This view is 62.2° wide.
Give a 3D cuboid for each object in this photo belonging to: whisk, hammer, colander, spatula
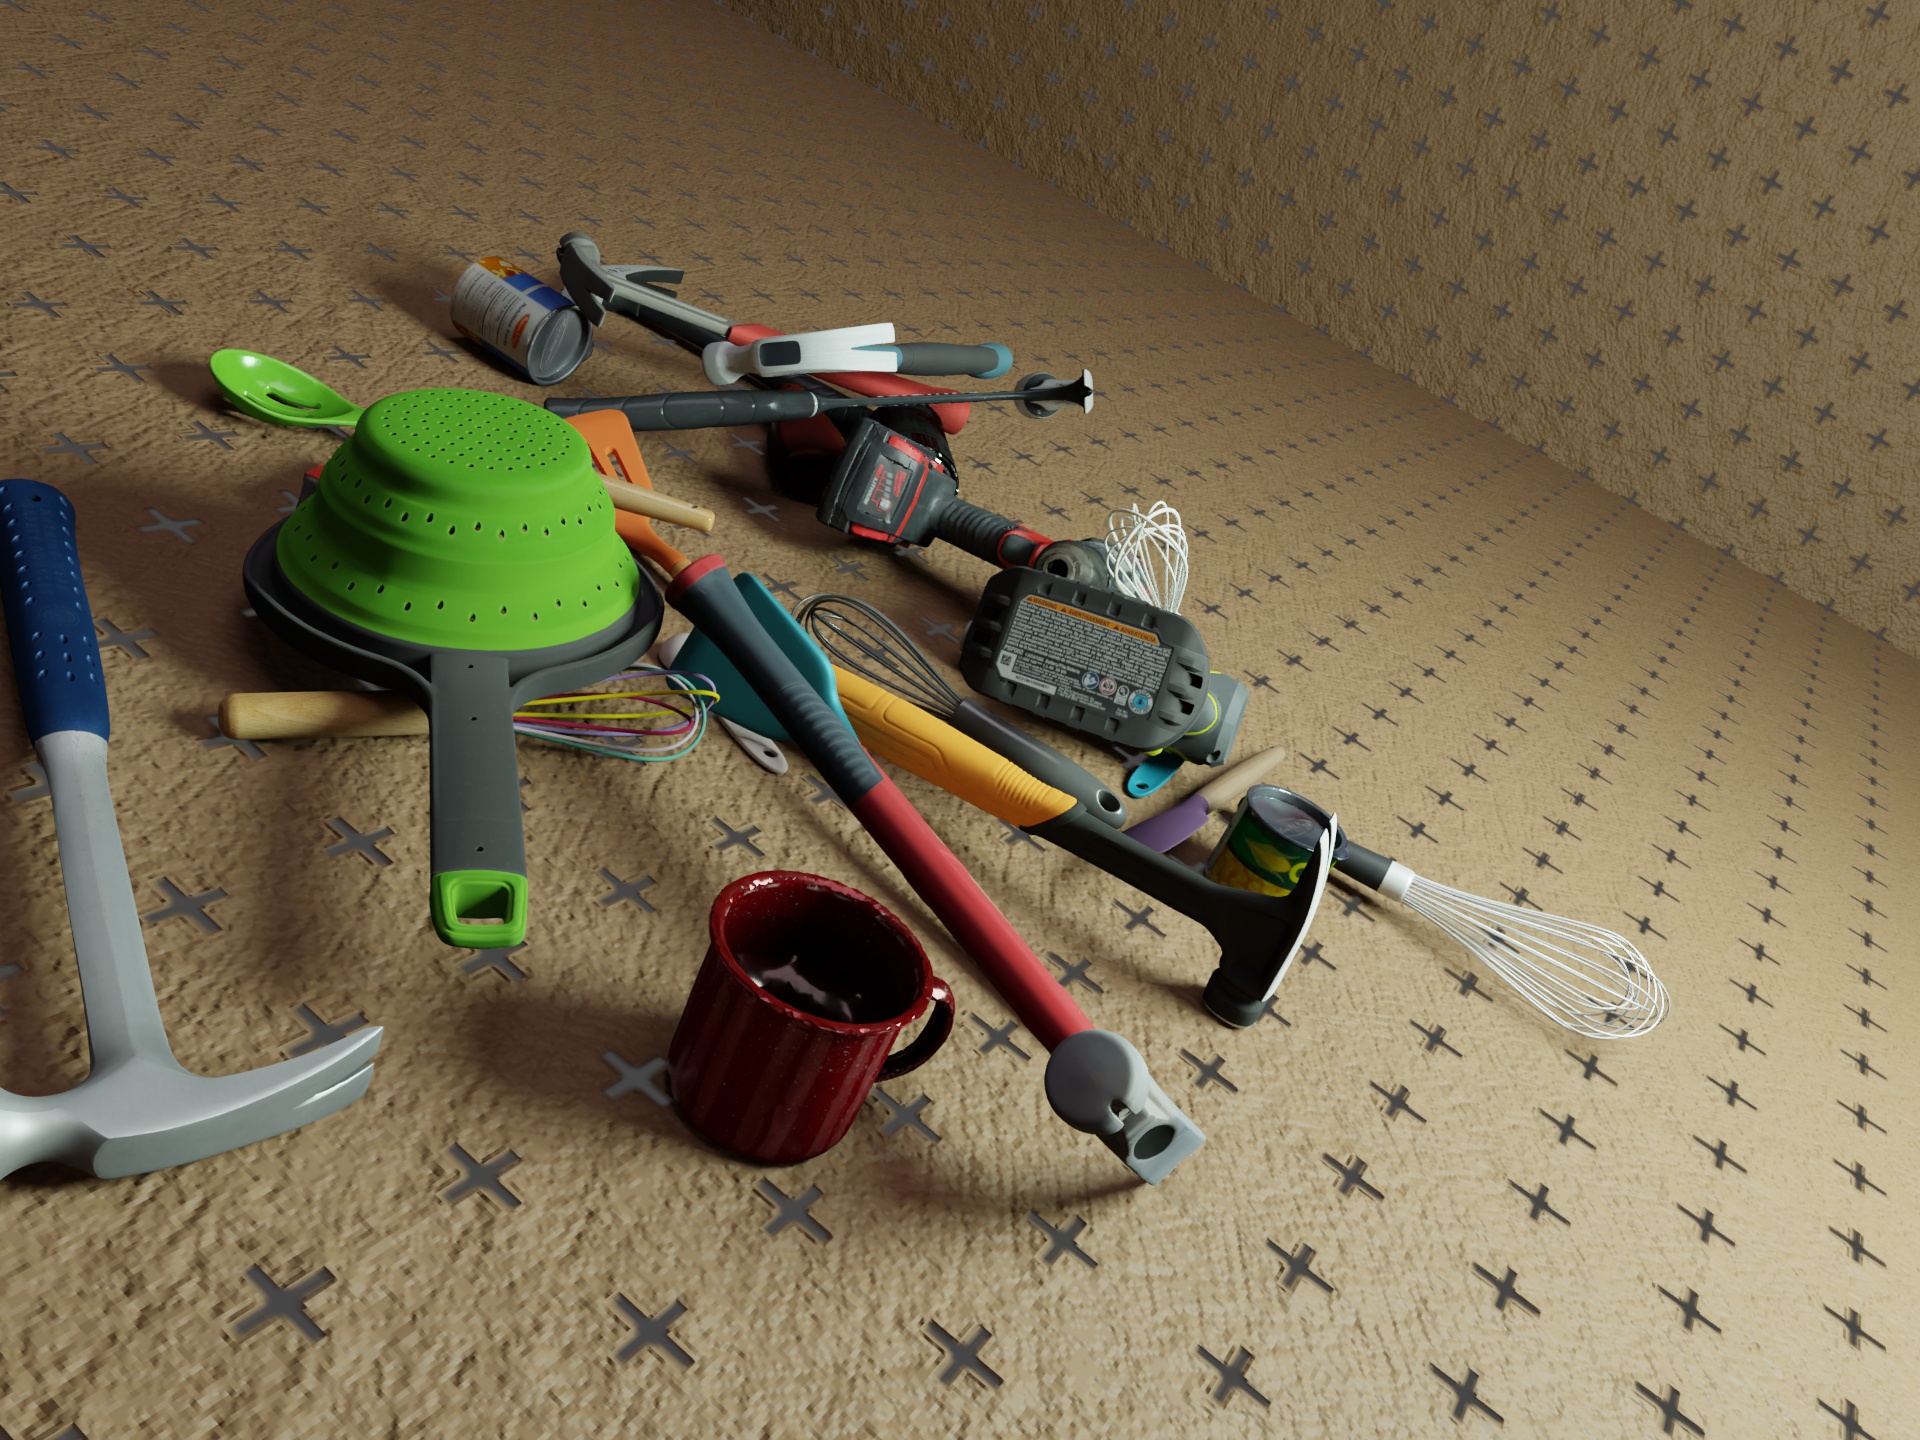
[{"bbox_3d":[-0.230,-0.003,0.777,0.245,0.051,0.047,-2,16,-36],"label":"whisk"},{"bbox_3d":[-0.170,-0.307,1.375,0.335,0.035,0.146,30,28,9],"label":"hammer"},{"bbox_3d":[-0.142,-0.295,1.271,0.358,0.036,0.149,14,24,-33],"label":"hammer"},{"bbox_3d":[-0.095,-0.230,1.160,0.409,0.036,0.149,-7,11,-18],"label":"hammer"},{"bbox_3d":[-0.051,-0.282,1.237,0.128,0.033,0.331,1,11,29],"label":"hammer"},{"bbox_3d":[0.030,0.034,0.850,0.337,0.127,0.034,27,31,14],"label":"hammer"},{"bbox_3d":[-0.222,-0.057,0.727,0.204,0.094,0.398,3,33,-21],"label":"colander"},{"bbox_3d":[-0.347,0.018,0.635,0.144,0.035,0.406,2,35,-37],"label":"hammer"},{"bbox_3d":[-0.035,0.055,0.812,0.318,0.082,0.044,48,20,25],"label":"spatula"},{"bbox_3d":[0.135,-0.067,1.050,0.059,0.058,0.246,32,-14,27],"label":"whisk"},{"bbox_3d":[0.302,0.117,0.997,0.285,0.070,0.070,27,26,16],"label":"whisk"},{"bbox_3d":[-0.159,-0.087,0.979,0.081,0.041,0.323,-26,55,-33],"label":"spatula"},{"bbox_3d":[-0.002,-0.003,0.961,0.239,0.055,0.055,33,27,6],"label":"whisk"},{"bbox_3d":[-0.027,0.053,0.743,0.387,0.038,0.143,48,-2,33],"label":"hammer"},{"bbox_3d":[0.155,0.049,1.001,0.060,0.018,0.316,-11,4,28],"label":"spatula"}]

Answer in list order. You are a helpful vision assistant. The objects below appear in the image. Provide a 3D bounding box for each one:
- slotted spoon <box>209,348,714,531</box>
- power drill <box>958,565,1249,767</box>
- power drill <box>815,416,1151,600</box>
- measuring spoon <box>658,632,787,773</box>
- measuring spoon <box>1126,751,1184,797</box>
[{"bbox_3d":[-0.304,-0.166,0.979,0.313,0.031,0.070,16,28,-4],"label":"slotted spoon"},{"bbox_3d":[0.075,-0.031,0.968,0.190,0.080,0.228,20,0,12],"label":"power drill"},{"bbox_3d":[0.018,-0.126,1.090,0.227,0.080,0.188,27,8,15],"label":"power drill"},{"bbox_3d":[-0.130,-0.013,0.896,0.034,0.018,0.124,-4,39,-44],"label":"measuring spoon"},{"bbox_3d":[0.140,0.029,1.060,0.042,0.021,0.128,26,34,21],"label":"measuring spoon"}]
